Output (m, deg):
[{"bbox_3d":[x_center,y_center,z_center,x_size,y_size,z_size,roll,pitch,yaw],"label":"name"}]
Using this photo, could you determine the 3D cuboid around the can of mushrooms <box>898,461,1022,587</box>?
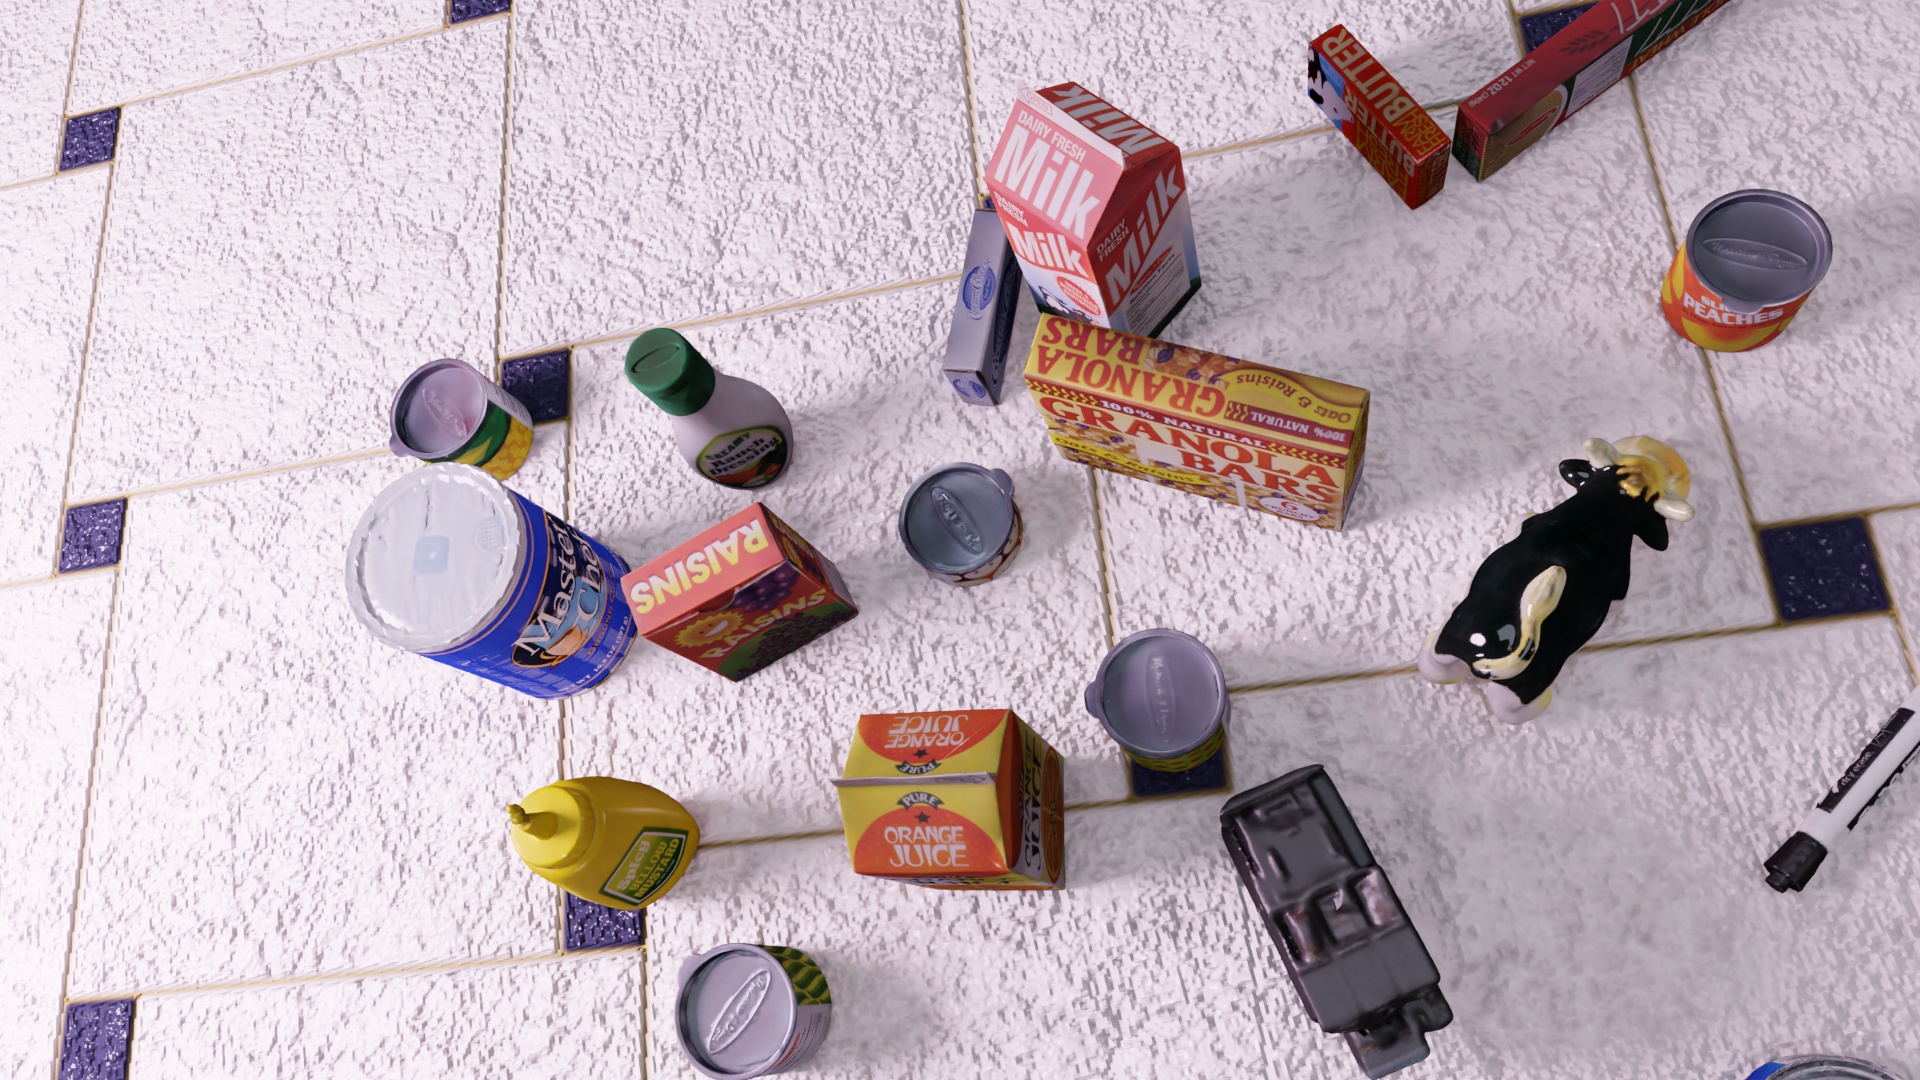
[{"bbox_3d":[0.003,-0.010,0.787,0.071,0.033,0.071,-4,72,13],"label":"can of mushrooms"}]

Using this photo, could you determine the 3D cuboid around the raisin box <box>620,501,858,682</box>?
[{"bbox_3d":[-0.117,0.032,0.754,0.086,0.123,0.040,-28,69,4],"label":"raisin box"}]

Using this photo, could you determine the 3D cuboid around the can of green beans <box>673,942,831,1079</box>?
[{"bbox_3d":[-0.106,0.243,0.719,0.071,0.057,0.071,-4,72,13],"label":"can of green beans"}]

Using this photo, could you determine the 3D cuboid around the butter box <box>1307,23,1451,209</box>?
[{"bbox_3d":[0.238,-0.242,0.794,0.024,0.053,0.104,-34,68,2],"label":"butter box"}]

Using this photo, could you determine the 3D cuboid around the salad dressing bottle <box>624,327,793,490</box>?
[{"bbox_3d":[-0.140,-0.073,0.781,0.064,0.147,0.044,-26,69,5],"label":"salad dressing bottle"}]

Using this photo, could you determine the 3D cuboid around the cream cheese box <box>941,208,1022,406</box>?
[{"bbox_3d":[0.015,-0.135,0.814,0.024,0.053,0.104,6,74,16],"label":"cream cheese box"}]

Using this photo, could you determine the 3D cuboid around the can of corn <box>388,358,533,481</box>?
[{"bbox_3d":[-0.313,-0.071,0.870,0.071,0.058,0.071,-4,72,13],"label":"can of corn"}]

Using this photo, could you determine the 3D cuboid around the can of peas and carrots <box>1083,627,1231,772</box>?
[{"bbox_3d":[0.103,0.084,0.718,0.071,0.058,0.071,-4,72,13],"label":"can of peas and carrots"}]

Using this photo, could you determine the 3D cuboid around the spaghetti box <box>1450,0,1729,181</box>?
[{"bbox_3d":[0.384,-0.294,0.776,0.250,0.050,0.029,-36,68,0],"label":"spaghetti box"}]

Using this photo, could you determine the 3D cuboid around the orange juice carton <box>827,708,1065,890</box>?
[{"bbox_3d":[0.000,0.125,0.659,0.072,0.192,0.073,-3,72,13],"label":"orange juice carton"}]

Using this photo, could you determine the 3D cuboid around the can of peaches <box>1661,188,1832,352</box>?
[{"bbox_3d":[0.402,-0.136,0.717,0.071,0.058,0.071,-4,72,13],"label":"can of peaches"}]

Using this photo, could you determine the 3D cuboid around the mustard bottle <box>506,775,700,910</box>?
[{"bbox_3d":[-0.189,0.153,0.713,0.049,0.160,0.065,30,82,20],"label":"mustard bottle"}]

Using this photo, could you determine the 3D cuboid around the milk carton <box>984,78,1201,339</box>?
[{"bbox_3d":[0.072,-0.172,0.738,0.072,0.190,0.073,40,86,21],"label":"milk carton"}]

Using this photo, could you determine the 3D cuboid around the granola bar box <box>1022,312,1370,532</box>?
[{"bbox_3d":[0.124,-0.058,0.724,0.166,0.124,0.039,16,78,18],"label":"granola bar box"}]
